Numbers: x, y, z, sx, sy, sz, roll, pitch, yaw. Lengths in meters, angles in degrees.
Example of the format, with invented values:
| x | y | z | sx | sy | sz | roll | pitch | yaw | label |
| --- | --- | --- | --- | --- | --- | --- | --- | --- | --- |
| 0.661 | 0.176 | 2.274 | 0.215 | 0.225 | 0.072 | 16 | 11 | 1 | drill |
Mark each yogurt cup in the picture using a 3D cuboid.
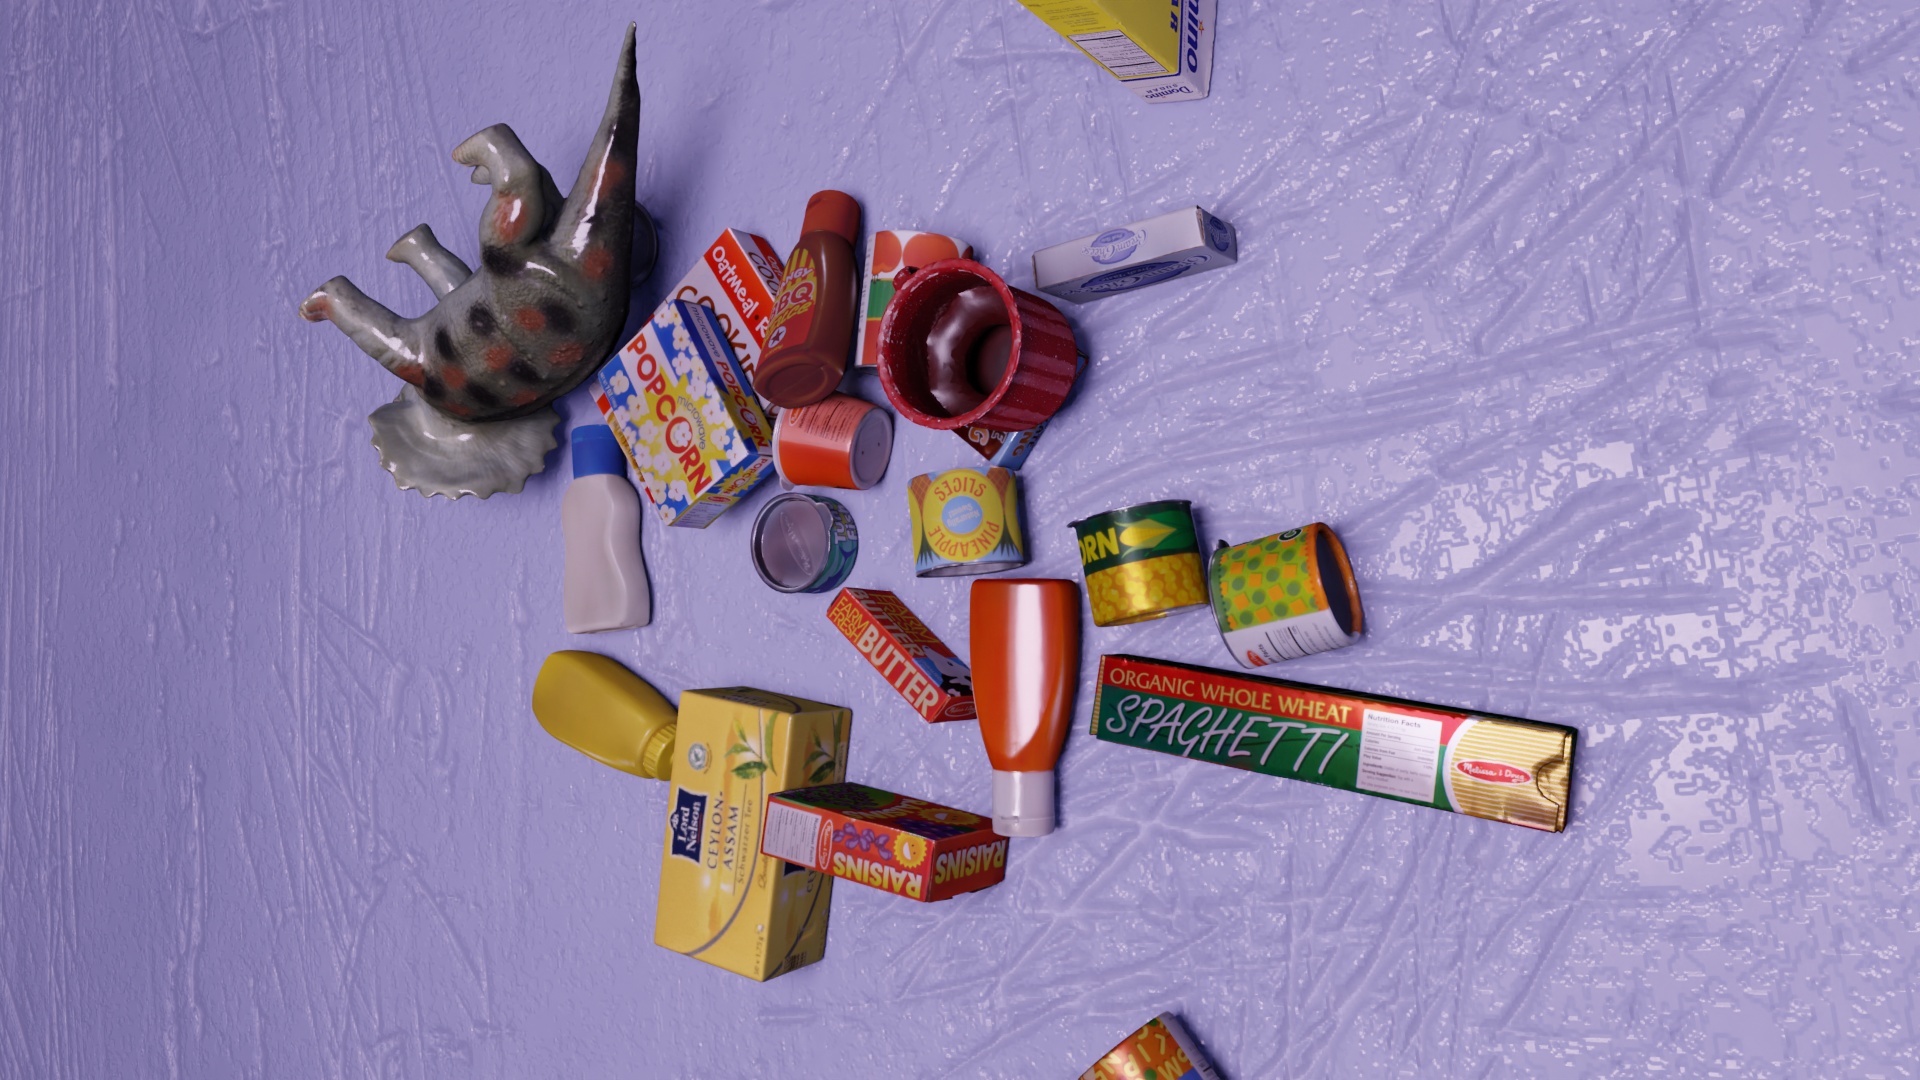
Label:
| x | y | z | sx | sy | sz | roll | pitch | yaw | label |
| --- | --- | --- | --- | --- | --- | --- | --- | --- | --- |
| -0.079 | -0.063 | 0.883 | 0.054 | 0.072 | 0.072 | 13 | 94 | 24 | yogurt cup |

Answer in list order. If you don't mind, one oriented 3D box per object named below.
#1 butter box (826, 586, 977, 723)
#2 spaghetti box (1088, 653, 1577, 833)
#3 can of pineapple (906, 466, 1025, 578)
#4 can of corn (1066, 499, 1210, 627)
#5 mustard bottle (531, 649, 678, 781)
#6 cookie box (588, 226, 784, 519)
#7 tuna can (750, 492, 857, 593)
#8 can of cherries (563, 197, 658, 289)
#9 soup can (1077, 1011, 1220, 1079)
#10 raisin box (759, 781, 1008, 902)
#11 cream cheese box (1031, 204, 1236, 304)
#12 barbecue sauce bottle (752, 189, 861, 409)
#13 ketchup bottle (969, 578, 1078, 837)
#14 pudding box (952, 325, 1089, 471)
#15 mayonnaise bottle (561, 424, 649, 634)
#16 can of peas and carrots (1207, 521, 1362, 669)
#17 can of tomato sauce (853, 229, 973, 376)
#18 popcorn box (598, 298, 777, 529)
| x | y | z | sx | sy | sz | roll | pitch | yaw | label |
| --- | --- | --- | --- | --- | --- | --- | --- | --- | --- |
| -0.032 | 0.070 | 0.850 | 0.104 | 0.053 | 0.024 | 43 | 107 | 26 | butter box |
| 0.186 | 0.101 | 0.726 | 0.250 | 0.029 | 0.050 | 7 | 91 | 32 | spaghetti box |
| 0.003 | -0.010 | 0.824 | 0.071 | 0.071 | 0.058 | -10 | 82 | 31 | can of pineapple |
| 0.098 | 0.014 | 0.763 | 0.071 | 0.071 | 0.058 | -16 | 80 | 30 | can of corn |
| -0.233 | 0.131 | 0.974 | 0.160 | 0.049 | 0.065 | 25 | 101 | 30 | mustard bottle |
| -0.170 | -0.112 | 0.956 | 0.167 | 0.040 | 0.123 | -43 | 67 | 24 | cookie box |
| -0.100 | 0.001 | 0.909 | 0.071 | 0.033 | 0.071 | -2 | 86 | 32 | tuna can |
| -0.263 | -0.217 | 1.003 | 0.058 | 0.071 | 0.071 | 8 | 92 | 33 | can of cherries |
| 0.109 | 0.307 | 0.738 | 0.071 | 0.071 | 0.084 | -48 | 64 | 21 | soup can |
| -0.045 | 0.179 | 0.832 | 0.123 | 0.086 | 0.040 | 7 | 90 | 32 | raisin box |
| 0.098 | -0.160 | 0.783 | 0.103 | 0.053 | 0.024 | -10 | 85 | 31 | cream cheese box |
| -0.090 | -0.156 | 0.873 | 0.064 | 0.043 | 0.149 | -24 | 46 | 39 | barbecue sauce bottle |
| 0.036 | 0.096 | 0.811 | 0.064 | 0.043 | 0.149 | -1 | 87 | 28 | ketchup bottle |
| 0.033 | -0.089 | 0.833 | 0.050 | 0.030 | 0.083 | 42 | 108 | 26 | pudding box |
| -0.259 | -0.008 | 1.005 | 0.064 | 0.041 | 0.148 | -9 | 81 | 30 | mayonnaise bottle |
| 0.168 | 0.026 | 0.721 | 0.058 | 0.071 | 0.071 | -17 | 78 | 29 | can of peas and carrots |
| -0.026 | -0.142 | 0.853 | 0.071 | 0.071 | 0.083 | 6 | 90 | 32 | can of tomato sauce |
| -0.178 | -0.083 | 0.911 | 0.085 | 0.038 | 0.127 | -37 | 70 | 26 | popcorn box |
